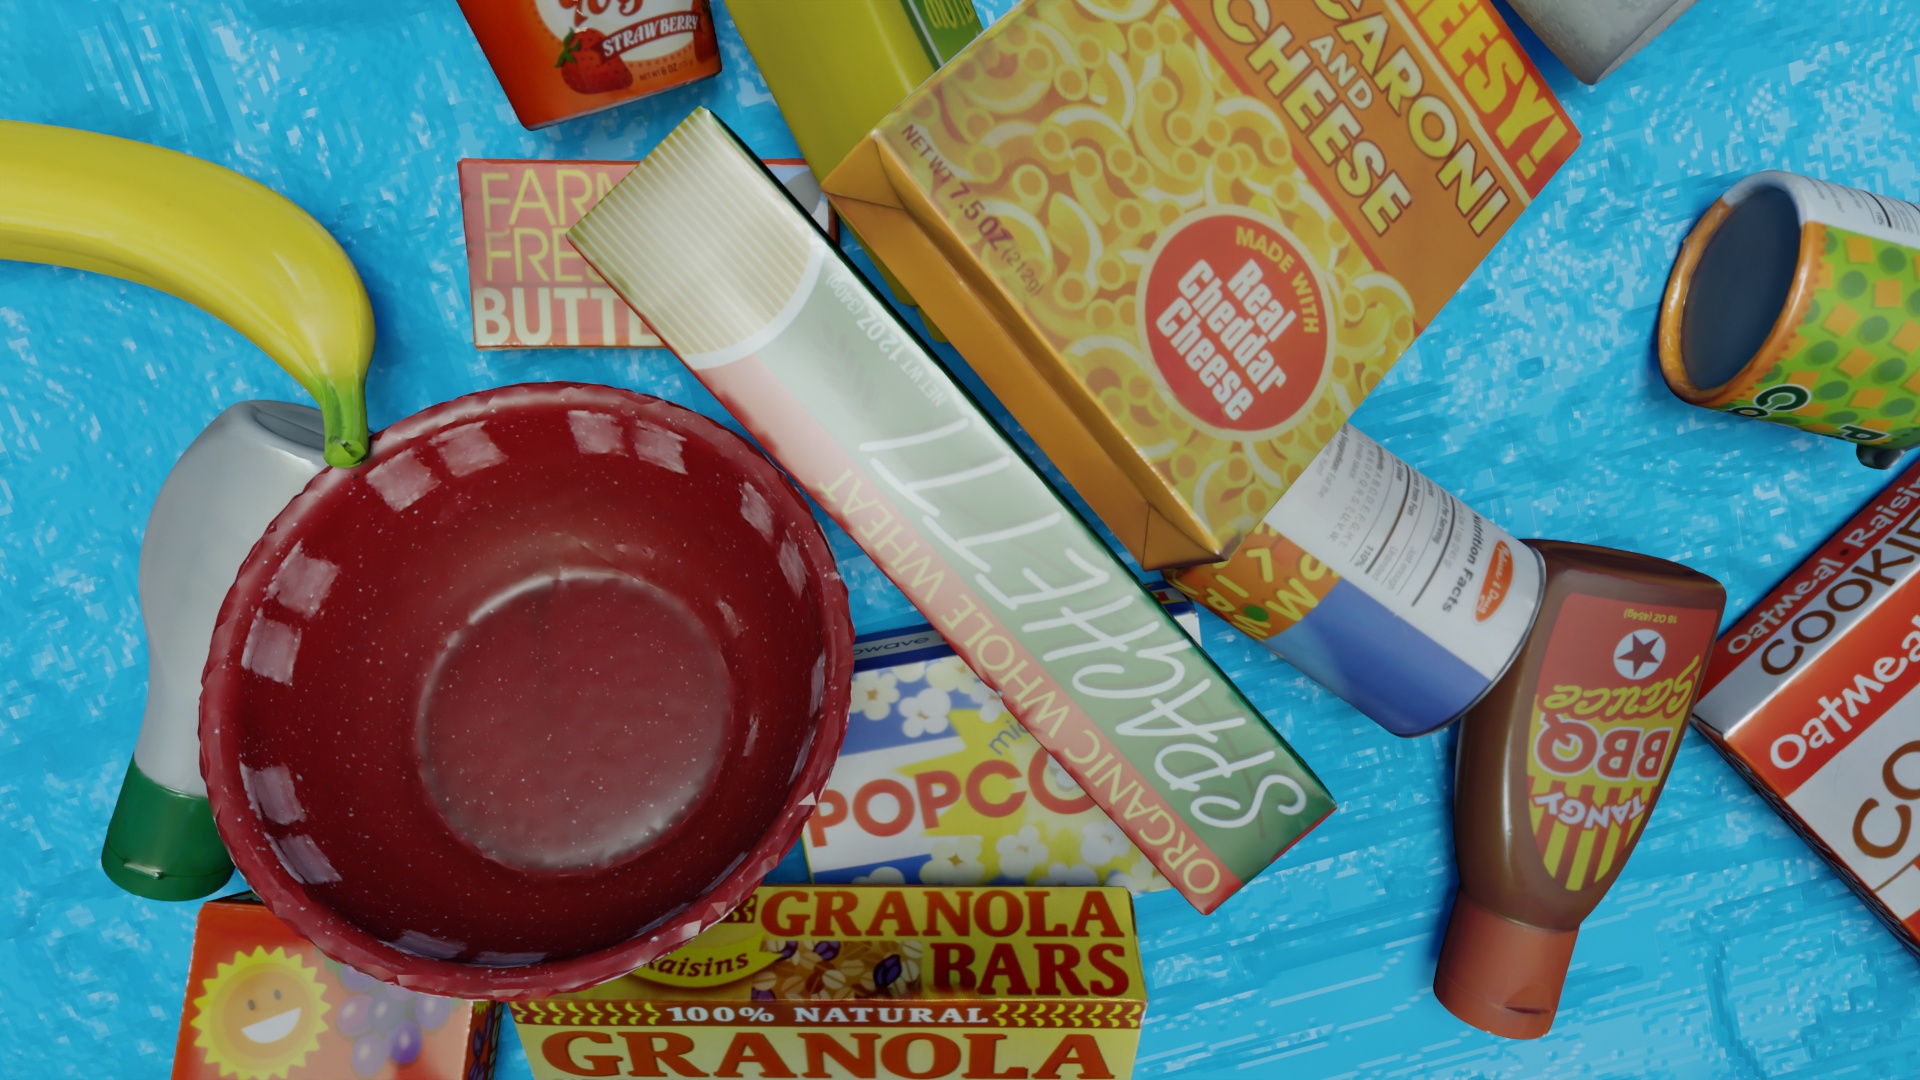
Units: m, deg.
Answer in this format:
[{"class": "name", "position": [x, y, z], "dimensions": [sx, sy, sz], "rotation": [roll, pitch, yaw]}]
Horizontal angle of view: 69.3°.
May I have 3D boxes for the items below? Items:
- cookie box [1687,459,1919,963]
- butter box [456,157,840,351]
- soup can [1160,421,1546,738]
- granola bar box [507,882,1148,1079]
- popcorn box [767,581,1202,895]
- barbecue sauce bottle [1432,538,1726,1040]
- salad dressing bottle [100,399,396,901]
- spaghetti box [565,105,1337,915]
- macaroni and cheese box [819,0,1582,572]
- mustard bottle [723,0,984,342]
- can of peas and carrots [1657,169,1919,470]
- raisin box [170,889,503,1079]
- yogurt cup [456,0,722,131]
[{"class": "cookie box", "position": [0.319, 0.064, 0.423], "dimensions": [0.167, 0.040, 0.123], "rotation": [43, 98, -10]}, {"class": "butter box", "position": [-0.086, -0.080, 0.390], "dimensions": [0.103, 0.024, 0.053], "rotation": [0, 103, -1]}, {"class": "soup can", "position": [0.107, 0.007, 0.394], "dimensions": [0.084, 0.071, 0.071], "rotation": [33, 100, -7]}, {"class": "granola bar box", "position": [-0.035, 0.150, 0.410], "dimensions": [0.166, 0.039, 0.123], "rotation": [1, 132, -1]}, {"class": "popcorn box", "position": [0.013, 0.066, 0.418], "dimensions": [0.127, 0.038, 0.085], "rotation": [-10, 102, 1]}, {"class": "barbecue sauce bottle", "position": [0.179, 0.076, 0.420], "dimensions": [0.065, 0.044, 0.148], "rotation": [7, 103, -12]}, {"class": "salad dressing bottle", "position": [-0.211, 0.034, 0.404], "dimensions": [0.064, 0.044, 0.147], "rotation": [23, 102, -7]}, {"class": "spaghetti box", "position": [0.001, -0.005, 0.370], "dimensions": [0.050, 0.029, 0.250], "rotation": [-42, 95, 6]}, {"class": "macaroni and cheese box", "position": [0.067, -0.094, 0.344], "dimensions": [0.167, 0.040, 0.123], "rotation": [-46, 103, -21]}, {"class": "mustard bottle", "position": [-0.010, -0.105, 0.367], "dimensions": [0.048, 0.065, 0.160], "rotation": [-17, 109, 29]}, {"class": "can of peas and carrots", "position": [0.235, -0.060, 0.380], "dimensions": [0.059, 0.071, 0.070], "rotation": [13, 102, -3]}, {"class": "raisin box", "position": [-0.187, 0.172, 0.417], "dimensions": [0.086, 0.040, 0.123], "rotation": [5, 82, -2]}, {"class": "yogurt cup", "position": [-0.096, -0.139, 0.358], "dimensions": [0.072, 0.072, 0.053], "rotation": [-16, 111, 3]}]
